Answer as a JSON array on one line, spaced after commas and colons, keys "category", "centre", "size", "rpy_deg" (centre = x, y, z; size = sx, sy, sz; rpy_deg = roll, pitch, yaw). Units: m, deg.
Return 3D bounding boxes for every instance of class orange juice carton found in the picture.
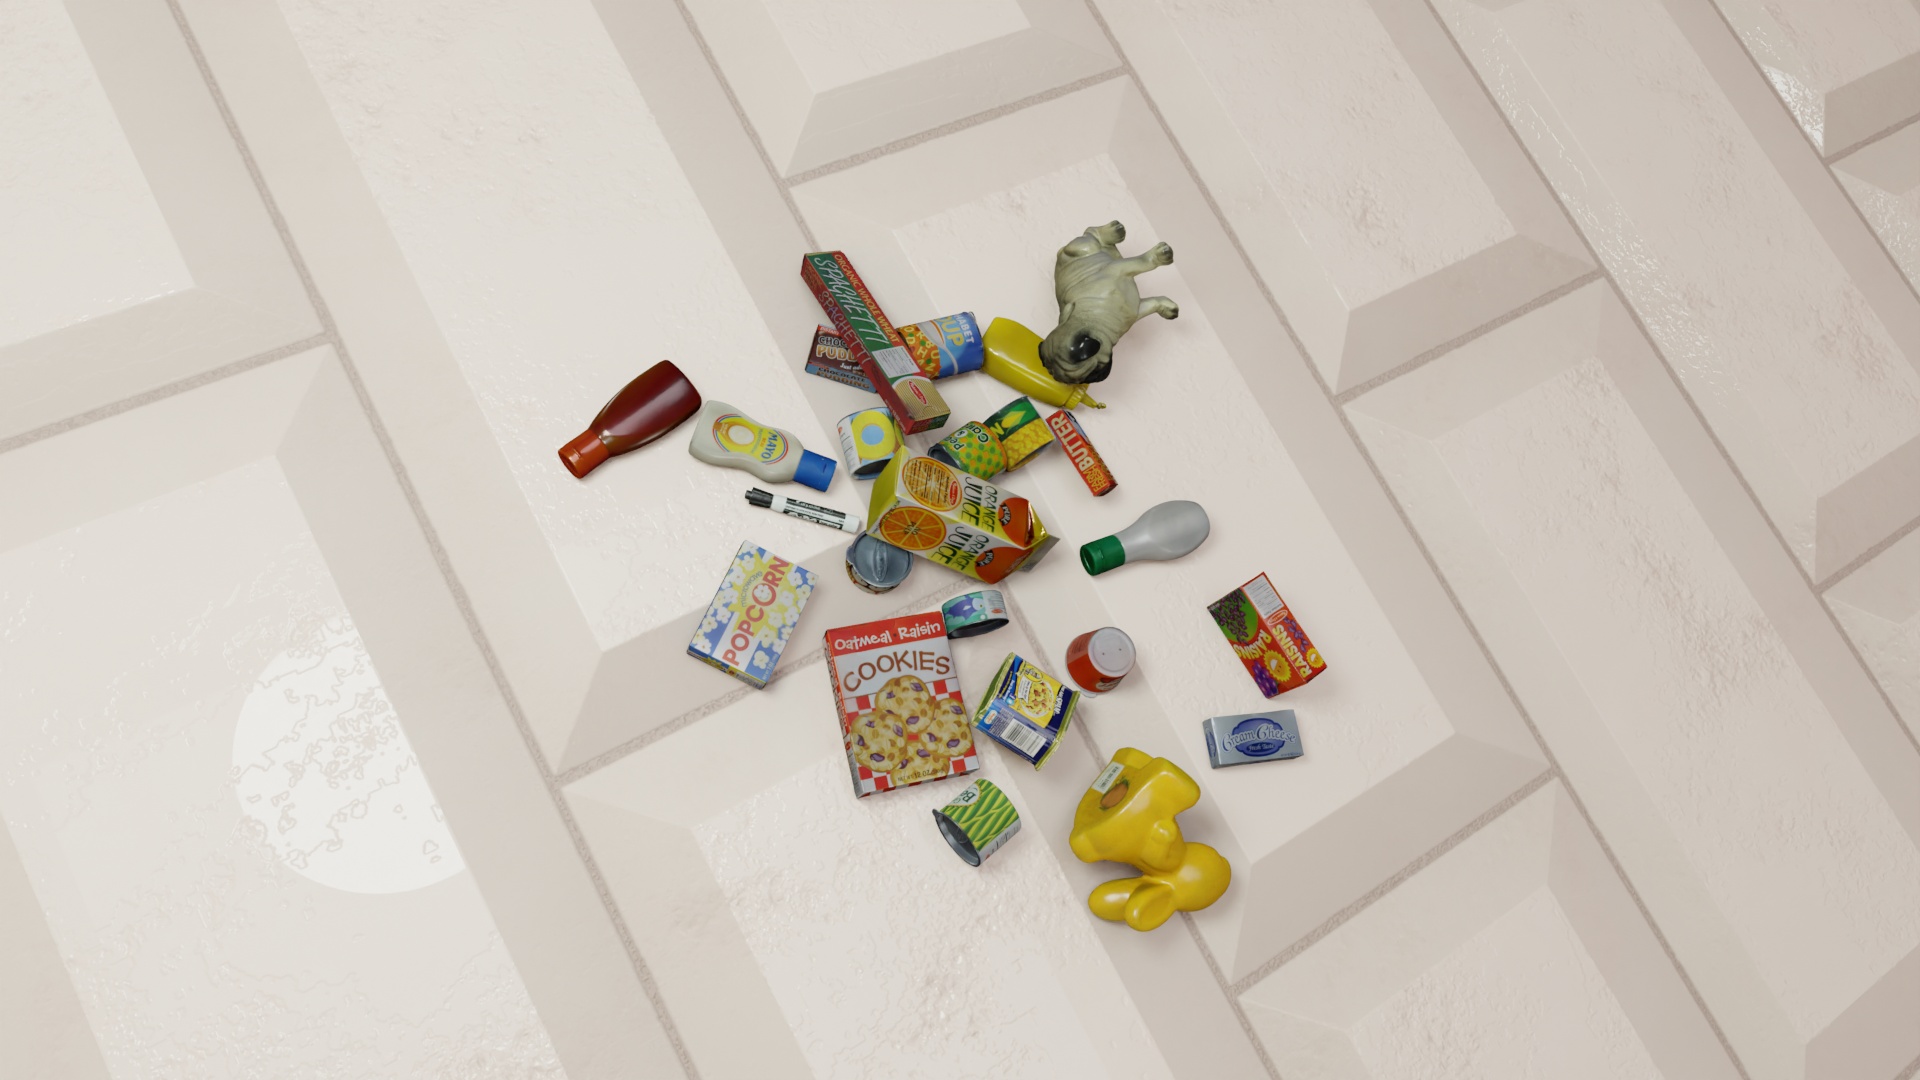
[{"category": "orange juice carton", "centre": [0.005, -0.018, 1.444], "size": [0.193, 0.071, 0.073], "rpy_deg": [23, 47, -18]}]

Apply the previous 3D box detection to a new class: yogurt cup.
[{"category": "yogurt cup", "centre": [0.150, 0.124, 1.467], "size": [0.072, 0.053, 0.072], "rpy_deg": [6, 70, -15]}]

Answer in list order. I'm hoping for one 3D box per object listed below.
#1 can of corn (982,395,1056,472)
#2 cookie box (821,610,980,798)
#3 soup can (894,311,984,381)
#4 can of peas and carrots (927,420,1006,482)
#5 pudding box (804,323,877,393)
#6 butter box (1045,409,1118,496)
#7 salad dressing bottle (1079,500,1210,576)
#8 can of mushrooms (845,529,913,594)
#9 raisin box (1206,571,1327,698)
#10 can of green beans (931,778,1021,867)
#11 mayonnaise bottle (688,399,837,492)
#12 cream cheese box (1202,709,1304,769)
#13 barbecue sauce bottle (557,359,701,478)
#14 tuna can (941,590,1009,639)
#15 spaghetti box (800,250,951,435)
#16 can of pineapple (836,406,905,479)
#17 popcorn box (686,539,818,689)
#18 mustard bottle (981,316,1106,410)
[{"category": "can of corn", "centre": [0.060, -0.115, 1.515], "size": [0.071, 0.071, 0.058], "rpy_deg": [-31, 84, -23]}, {"category": "cookie box", "centre": [-0.061, 0.163, 1.398], "size": [0.123, 0.040, 0.168], "rpy_deg": [-9, 75, -19]}, {"category": "soup can", "centre": [-0.026, -0.212, 1.520], "size": [0.084, 0.071, 0.071], "rpy_deg": [-16, 77, -21]}, {"category": "can of peas and carrots", "centre": [0.007, -0.089, 1.489], "size": [0.059, 0.070, 0.071], "rpy_deg": [-35, 85, -24]}, {"category": "pudding box", "centre": [-0.122, -0.198, 1.509], "size": [0.084, 0.030, 0.050], "rpy_deg": [17, 67, -11]}, {"category": "butter box", "centre": [0.135, -0.097, 1.539], "size": [0.024, 0.053, 0.103], "rpy_deg": [-34, 82, 15]}, {"category": "salad dressing bottle", "centre": [0.203, -0.001, 1.532], "size": [0.148, 0.044, 0.064], "rpy_deg": [-19, 80, -20]}, {"category": "can of mushrooms", "centre": [-0.087, 0.021, 1.443], "size": [0.071, 0.033, 0.071], "rpy_deg": [5, 71, -15]}, {"category": "raisin box", "centre": [0.332, 0.105, 1.511], "size": [0.040, 0.085, 0.123], "rpy_deg": [-30, 82, -25]}, {"category": "can of green beans", "centre": [0.018, 0.277, 1.368], "size": [0.058, 0.071, 0.071], "rpy_deg": [-36, 85, -24]}, {"category": "mayonnaise bottle", "centre": [-0.203, -0.092, 1.442], "size": [0.148, 0.041, 0.065], "rpy_deg": [20, 66, -9]}, {"category": "cream cheese box", "centre": [0.316, 0.214, 1.502], "size": [0.104, 0.024, 0.053], "rpy_deg": [-4, 72, -18]}, {"category": "barbecue sauce bottle", "centre": [-0.338, -0.120, 1.410], "size": [0.149, 0.043, 0.065], "rpy_deg": [-41, 87, -24]}, {"category": "tuna can", "centre": [0.013, 0.077, 1.437], "size": [0.071, 0.070, 0.033], "rpy_deg": [-8, 74, -19]}, {"category": "spaghetti box", "centre": [-0.094, -0.215, 1.484], "size": [0.050, 0.028, 0.251], "rpy_deg": [-15, 60, -34]}, {"category": "can of pineapple", "centre": [-0.090, -0.102, 1.466], "size": [0.071, 0.070, 0.058], "rpy_deg": [-10, 76, -20]}, {"category": "popcorn box", "centre": [-0.207, 0.074, 1.385], "size": [0.085, 0.038, 0.127], "rpy_deg": [27, 66, -6]}, {"category": "mustard bottle", "centre": [0.093, -0.187, 1.559], "size": [0.160, 0.048, 0.065], "rpy_deg": [32, 60, -5]}]
